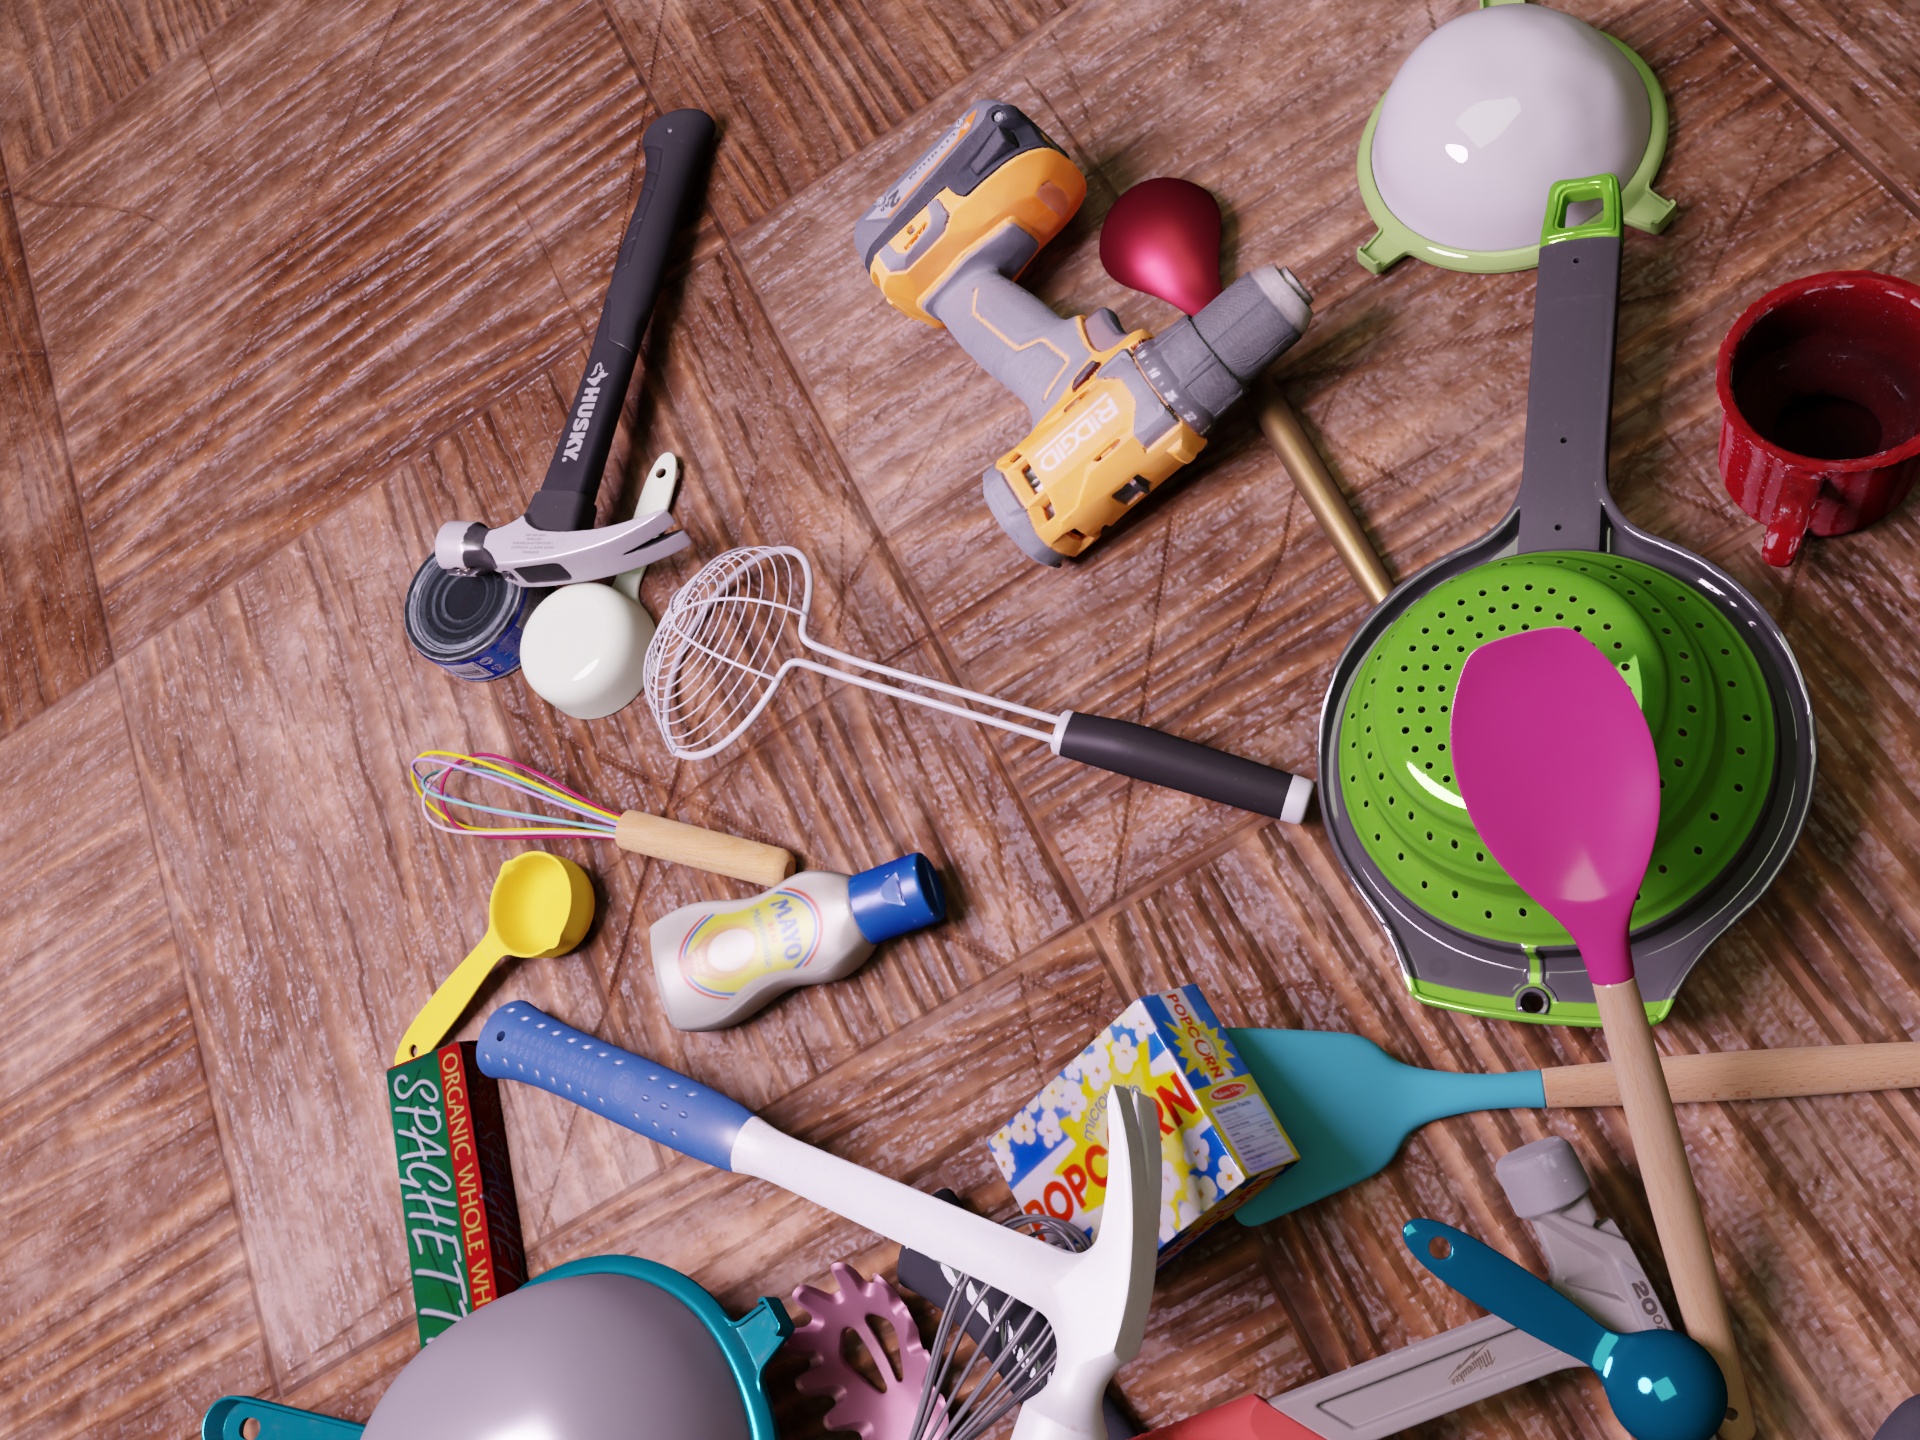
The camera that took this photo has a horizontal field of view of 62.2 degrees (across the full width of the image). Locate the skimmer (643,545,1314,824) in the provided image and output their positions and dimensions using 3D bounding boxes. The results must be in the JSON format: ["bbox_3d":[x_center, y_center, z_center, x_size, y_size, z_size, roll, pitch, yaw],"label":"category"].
[{"bbox_3d":[-0.001,-0.003,0.813,0.363,0.090,0.127,16,75,15],"label":"skimmer"}]

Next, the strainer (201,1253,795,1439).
[{"bbox_3d":[-0.240,0.329,0.688,0.340,0.095,0.211,-3,65,28],"label":"strainer"}]

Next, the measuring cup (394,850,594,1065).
[{"bbox_3d":[-0.255,0.137,0.870,0.156,0.029,0.062,-49,61,13],"label":"measuring cup"}]

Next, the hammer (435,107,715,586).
[{"bbox_3d":[-0.199,-0.232,0.952,0.146,0.035,0.335,3,66,19],"label":"hammer"}]

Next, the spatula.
[{"bbox_3d":[0.264,0.150,0.643,0.317,0.044,0.082,-9,83,17],"label":"spatula"}]

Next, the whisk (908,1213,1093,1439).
[{"bbox_3d":[-0.020,0.308,0.657,0.055,0.055,0.239,32,86,28],"label":"whisk"}]

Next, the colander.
[{"bbox_3d":[0.247,-0.076,0.674,0.204,0.094,0.397,0,73,31],"label":"colander"}]

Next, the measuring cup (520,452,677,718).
[{"bbox_3d":[-0.202,-0.084,0.914,0.083,0.038,0.168,12,78,25],"label":"measuring cup"}]

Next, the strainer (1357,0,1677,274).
[{"bbox_3d":[0.275,-0.355,0.807,0.151,0.069,0.256,-3,72,21],"label":"strainer"}]

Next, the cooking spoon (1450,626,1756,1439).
[{"bbox_3d":[0.249,0.120,0.592,0.069,0.017,0.319,-15,95,22],"label":"cooking spoon"}]

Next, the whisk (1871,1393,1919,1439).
[{"bbox_3d":[0.276,0.352,0.536,0.070,0.070,0.285,29,67,28],"label":"whisk"}]

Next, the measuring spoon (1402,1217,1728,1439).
[{"bbox_3d":[0.221,0.222,0.583,0.128,0.021,0.042,31,82,10],"label":"measuring spoon"}]

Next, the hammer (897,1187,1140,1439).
[{"bbox_3d":[0.109,0.353,0.636,0.149,0.036,0.409,-45,61,0],"label":"hammer"}]

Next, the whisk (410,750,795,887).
[{"bbox_3d":[-0.199,0.057,0.867,0.245,0.051,0.047,12,97,21],"label":"whisk"}]

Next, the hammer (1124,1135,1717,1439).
[{"bbox_3d":[0.100,0.294,0.611,0.359,0.036,0.149,-22,76,1],"label":"hammer"}]

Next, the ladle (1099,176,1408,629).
[{"bbox_3d":[0.151,-0.169,0.815,0.069,0.031,0.316,-31,65,14],"label":"ladle"}]

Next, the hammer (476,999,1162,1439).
[{"bbox_3d":[-0.086,0.188,0.713,0.406,0.035,0.144,10,74,40],"label":"hammer"}]

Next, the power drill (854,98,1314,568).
[{"bbox_3d":[0.060,-0.218,0.822,0.185,0.084,0.226,-39,63,22],"label":"power drill"}]

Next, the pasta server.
[{"bbox_3d":[0.015,0.376,0.662,0.060,0.040,0.316,-33,64,2],"label":"pasta server"}]
